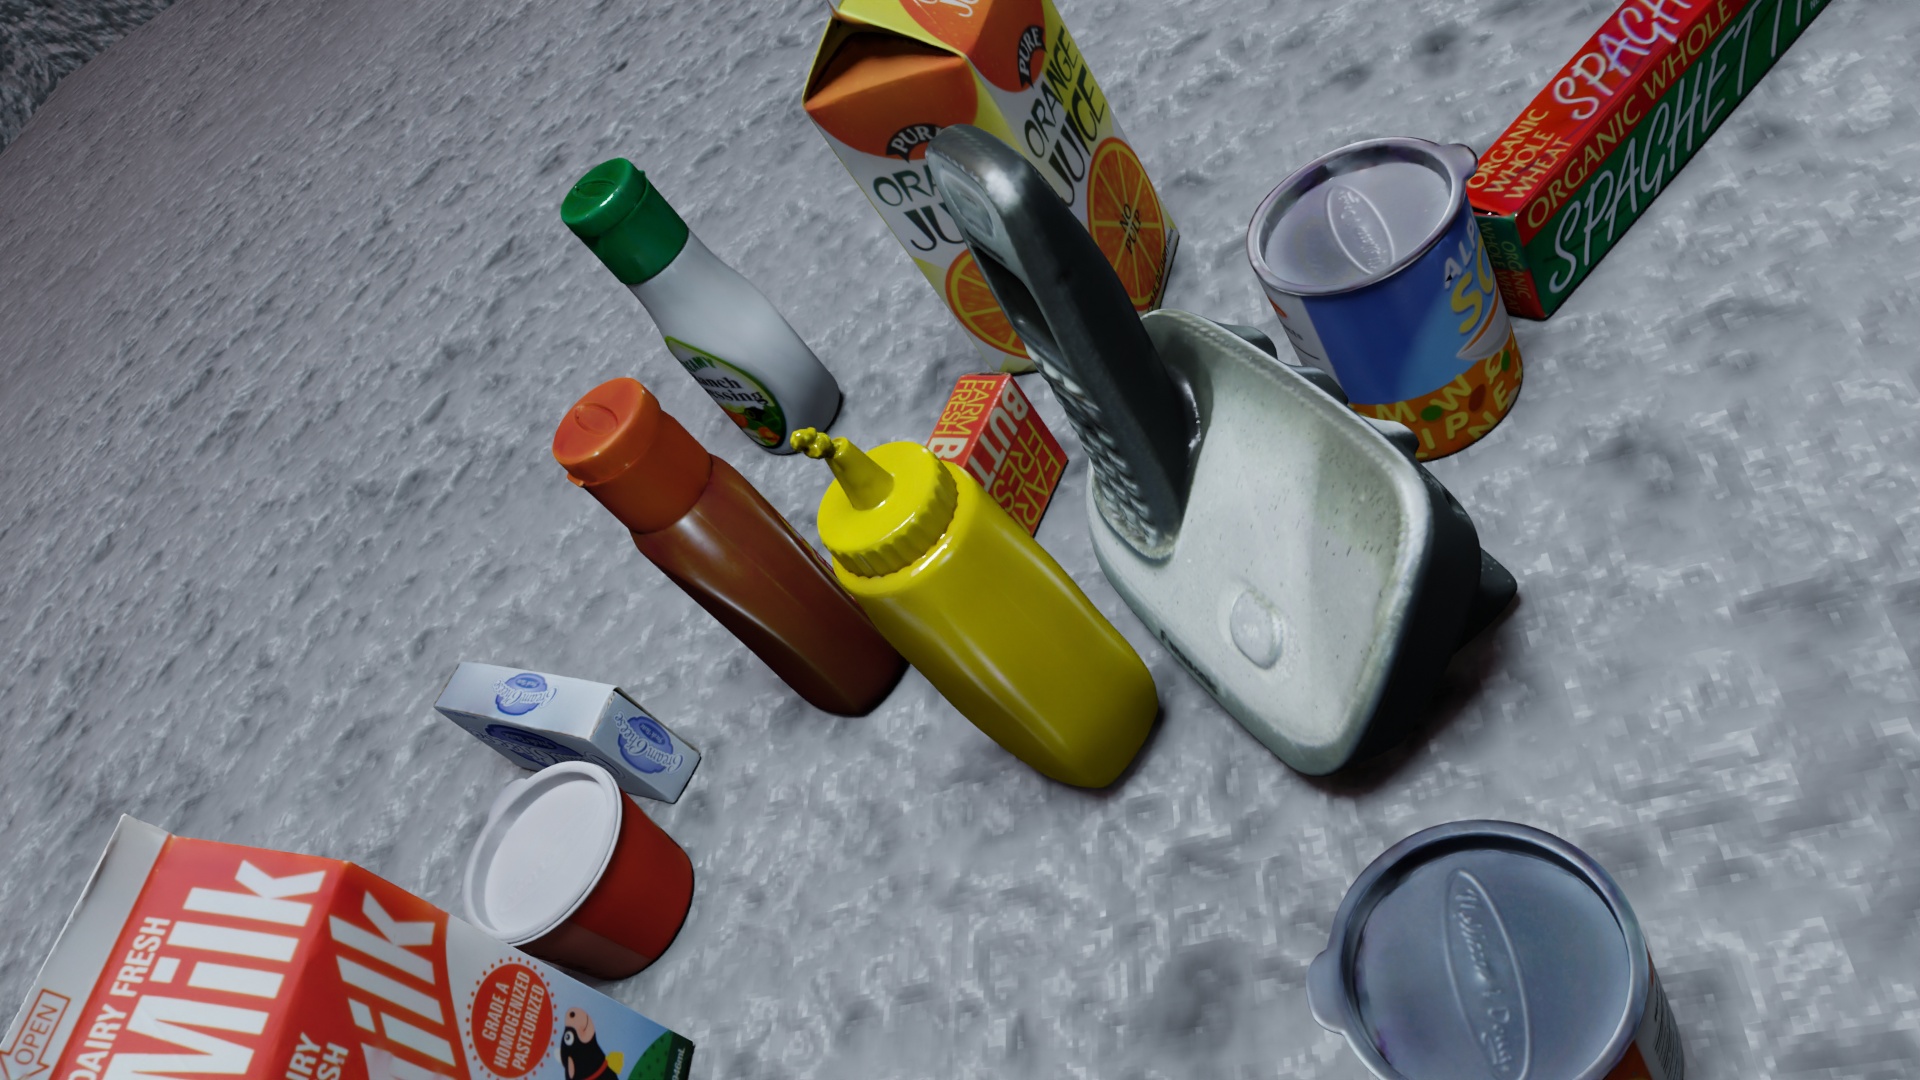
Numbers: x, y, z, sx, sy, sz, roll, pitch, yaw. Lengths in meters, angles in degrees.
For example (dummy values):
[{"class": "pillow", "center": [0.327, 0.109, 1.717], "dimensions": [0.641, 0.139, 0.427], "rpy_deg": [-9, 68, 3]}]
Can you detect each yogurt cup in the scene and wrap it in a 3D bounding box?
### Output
[{"class": "yogurt cup", "center": [-0.133, 0.121, 0.494], "dimensions": [0.072, 0.053, 0.073], "rpy_deg": [-20, 45, 21]}]

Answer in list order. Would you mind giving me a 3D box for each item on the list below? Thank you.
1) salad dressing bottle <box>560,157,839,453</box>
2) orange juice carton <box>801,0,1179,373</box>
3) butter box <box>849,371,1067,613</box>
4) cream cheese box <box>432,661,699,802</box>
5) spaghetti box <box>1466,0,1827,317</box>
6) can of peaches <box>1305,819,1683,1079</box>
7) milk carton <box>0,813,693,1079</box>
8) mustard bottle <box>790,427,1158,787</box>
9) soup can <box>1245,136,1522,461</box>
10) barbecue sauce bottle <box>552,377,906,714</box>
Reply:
[{"class": "salad dressing bottle", "center": [-0.110, -0.098, 0.600], "dimensions": [0.064, 0.147, 0.044], "rpy_deg": [14, 64, 43]}, {"class": "orange juice carton", "center": [0.008, -0.154, 0.528], "dimensions": [0.073, 0.192, 0.072], "rpy_deg": [-5, 52, 34]}, {"class": "butter box", "center": [0.002, -0.006, 0.508], "dimensions": [0.024, 0.053, 0.104], "rpy_deg": [3, 56, 38]}, {"class": "cream cheese box", "center": [-0.157, 0.075, 0.553], "dimensions": [0.104, 0.053, 0.024], "rpy_deg": [3, 57, 38]}, {"class": "spaghetti box", "center": [0.258, -0.180, 0.474], "dimensions": [0.250, 0.050, 0.029], "rpy_deg": [-47, 41, -8]}, {"class": "can of peaches", "center": [0.122, 0.106, 0.316], "dimensions": [0.071, 0.058, 0.071], "rpy_deg": [-20, 45, 21]}, {"class": "milk carton", "center": [-0.168, 0.149, 0.391], "dimensions": [0.073, 0.190, 0.073], "rpy_deg": [-16, 47, 26]}, {"class": "mustard bottle", "center": [0.002, 0.016, 0.407], "dimensions": [0.065, 0.159, 0.049], "rpy_deg": [21, 69, 45]}, {"class": "soup can", "center": [0.140, -0.076, 0.444], "dimensions": [0.071, 0.083, 0.072], "rpy_deg": [-20, 45, 22]}, {"class": "barbecue sauce bottle", "center": [-0.080, 0.004, 0.486], "dimensions": [0.044, 0.148, 0.065], "rpy_deg": [-50, 42, -11]}]
